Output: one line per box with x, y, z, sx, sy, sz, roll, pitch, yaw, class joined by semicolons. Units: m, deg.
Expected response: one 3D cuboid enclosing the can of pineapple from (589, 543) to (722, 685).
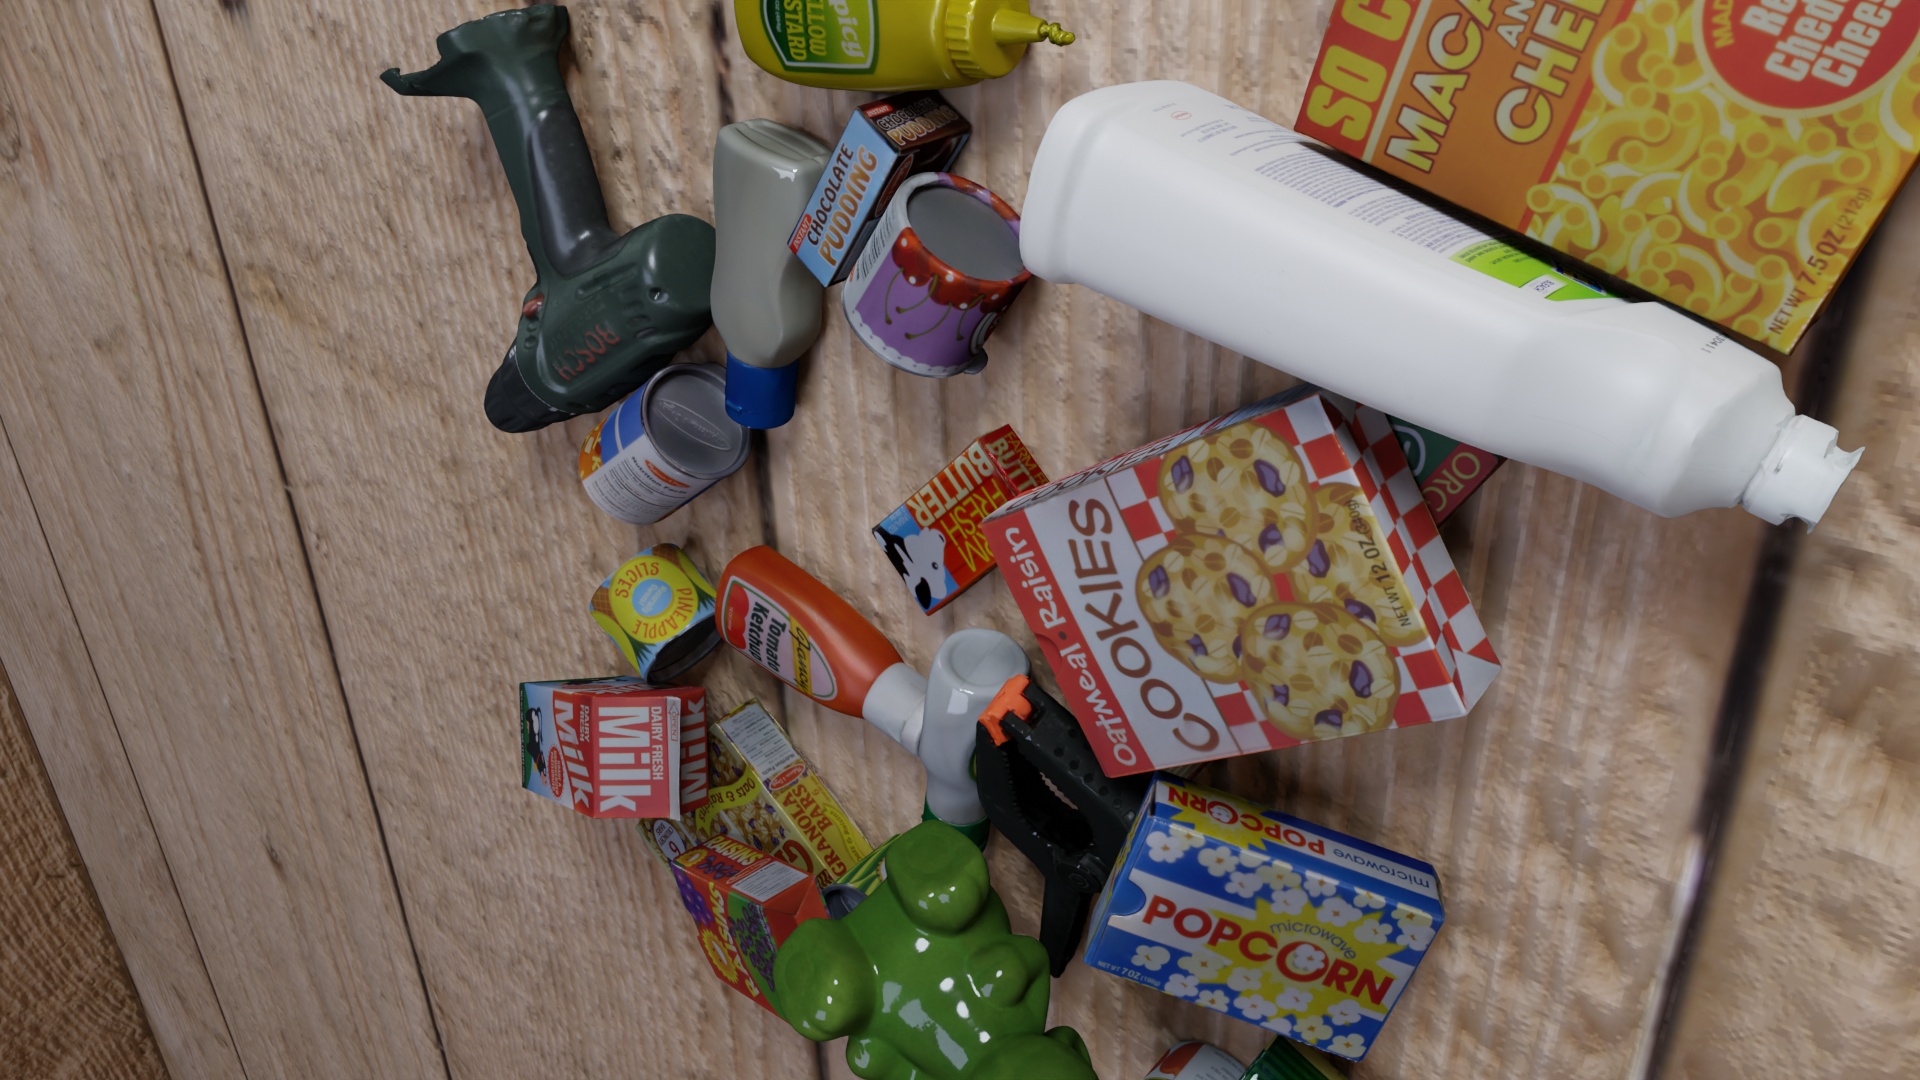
-0.178;0.043;0.827;0.058;0.071;0.070;47;136;13;can of pineapple

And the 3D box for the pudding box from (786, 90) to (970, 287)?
-0.036;-0.153;0.602;0.030;0.050;0.083;48;137;9;pudding box

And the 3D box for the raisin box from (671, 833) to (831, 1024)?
-0.118;0.229;0.819;0.123;0.040;0.086;2;114;55;raisin box

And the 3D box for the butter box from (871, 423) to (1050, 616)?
0.002;-0.008;0.664;0.053;0.024;0.103;56;137;4;butter box

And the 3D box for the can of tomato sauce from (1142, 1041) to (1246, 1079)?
0.107;0.304;0.695;0.071;0.083;0.070;21;125;34;can of tomato sauce

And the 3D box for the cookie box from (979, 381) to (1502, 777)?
0.099;0.019;0.531;0.167;0.040;0.123;-21;99;45;cookie box

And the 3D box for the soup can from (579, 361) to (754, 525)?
-0.162;-0.053;0.764;0.083;0.072;0.071;-26;94;48;soup can

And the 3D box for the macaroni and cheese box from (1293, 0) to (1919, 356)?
0.193;-0.147;0.400;0.167;0.040;0.123;34;130;25;macaroni and cheese box

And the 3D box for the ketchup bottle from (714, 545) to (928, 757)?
-0.068;0.063;0.754;0.149;0.044;0.064;32;130;26;ketchup bottle

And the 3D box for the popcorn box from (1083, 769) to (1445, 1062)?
0.126;0.158;0.585;0.127;0.038;0.084;19;117;2;popcorn box

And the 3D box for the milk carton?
-0.209;0.125;0.855;0.190;0.073;0.072;-2;89;57;milk carton

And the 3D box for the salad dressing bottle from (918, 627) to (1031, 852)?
0.003;0.109;0.705;0.044;0.064;0.146;26;137;18;salad dressing bottle

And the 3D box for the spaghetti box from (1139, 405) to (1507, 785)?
0.128;0.026;0.564;0.050;0.029;0.248;45;135;14;spaghetti box

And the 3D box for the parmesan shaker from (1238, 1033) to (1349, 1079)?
0.170;0.286;0.641;0.103;0.071;0.071;39;133;21;parmesan shaker

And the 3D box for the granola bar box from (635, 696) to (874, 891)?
-0.135;0.192;0.890;0.124;0.039;0.164;51;136;10;granola bar box

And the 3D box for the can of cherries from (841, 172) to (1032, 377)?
-0.007;-0.111;0.588;0.071;0.072;0.058;49;135;11;can of cherries

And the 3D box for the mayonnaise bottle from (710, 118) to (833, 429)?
-0.094;-0.125;0.678;0.065;0.041;0.147;33;132;27;mayonnaise bottle

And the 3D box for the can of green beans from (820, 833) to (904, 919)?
-0.038;0.211;0.797;0.071;0.058;0.071;21;125;34;can of green beans

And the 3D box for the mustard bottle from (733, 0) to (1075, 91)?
-0.023;-0.212;0.558;0.160;0.049;0.065;20;126;34;mustard bottle
